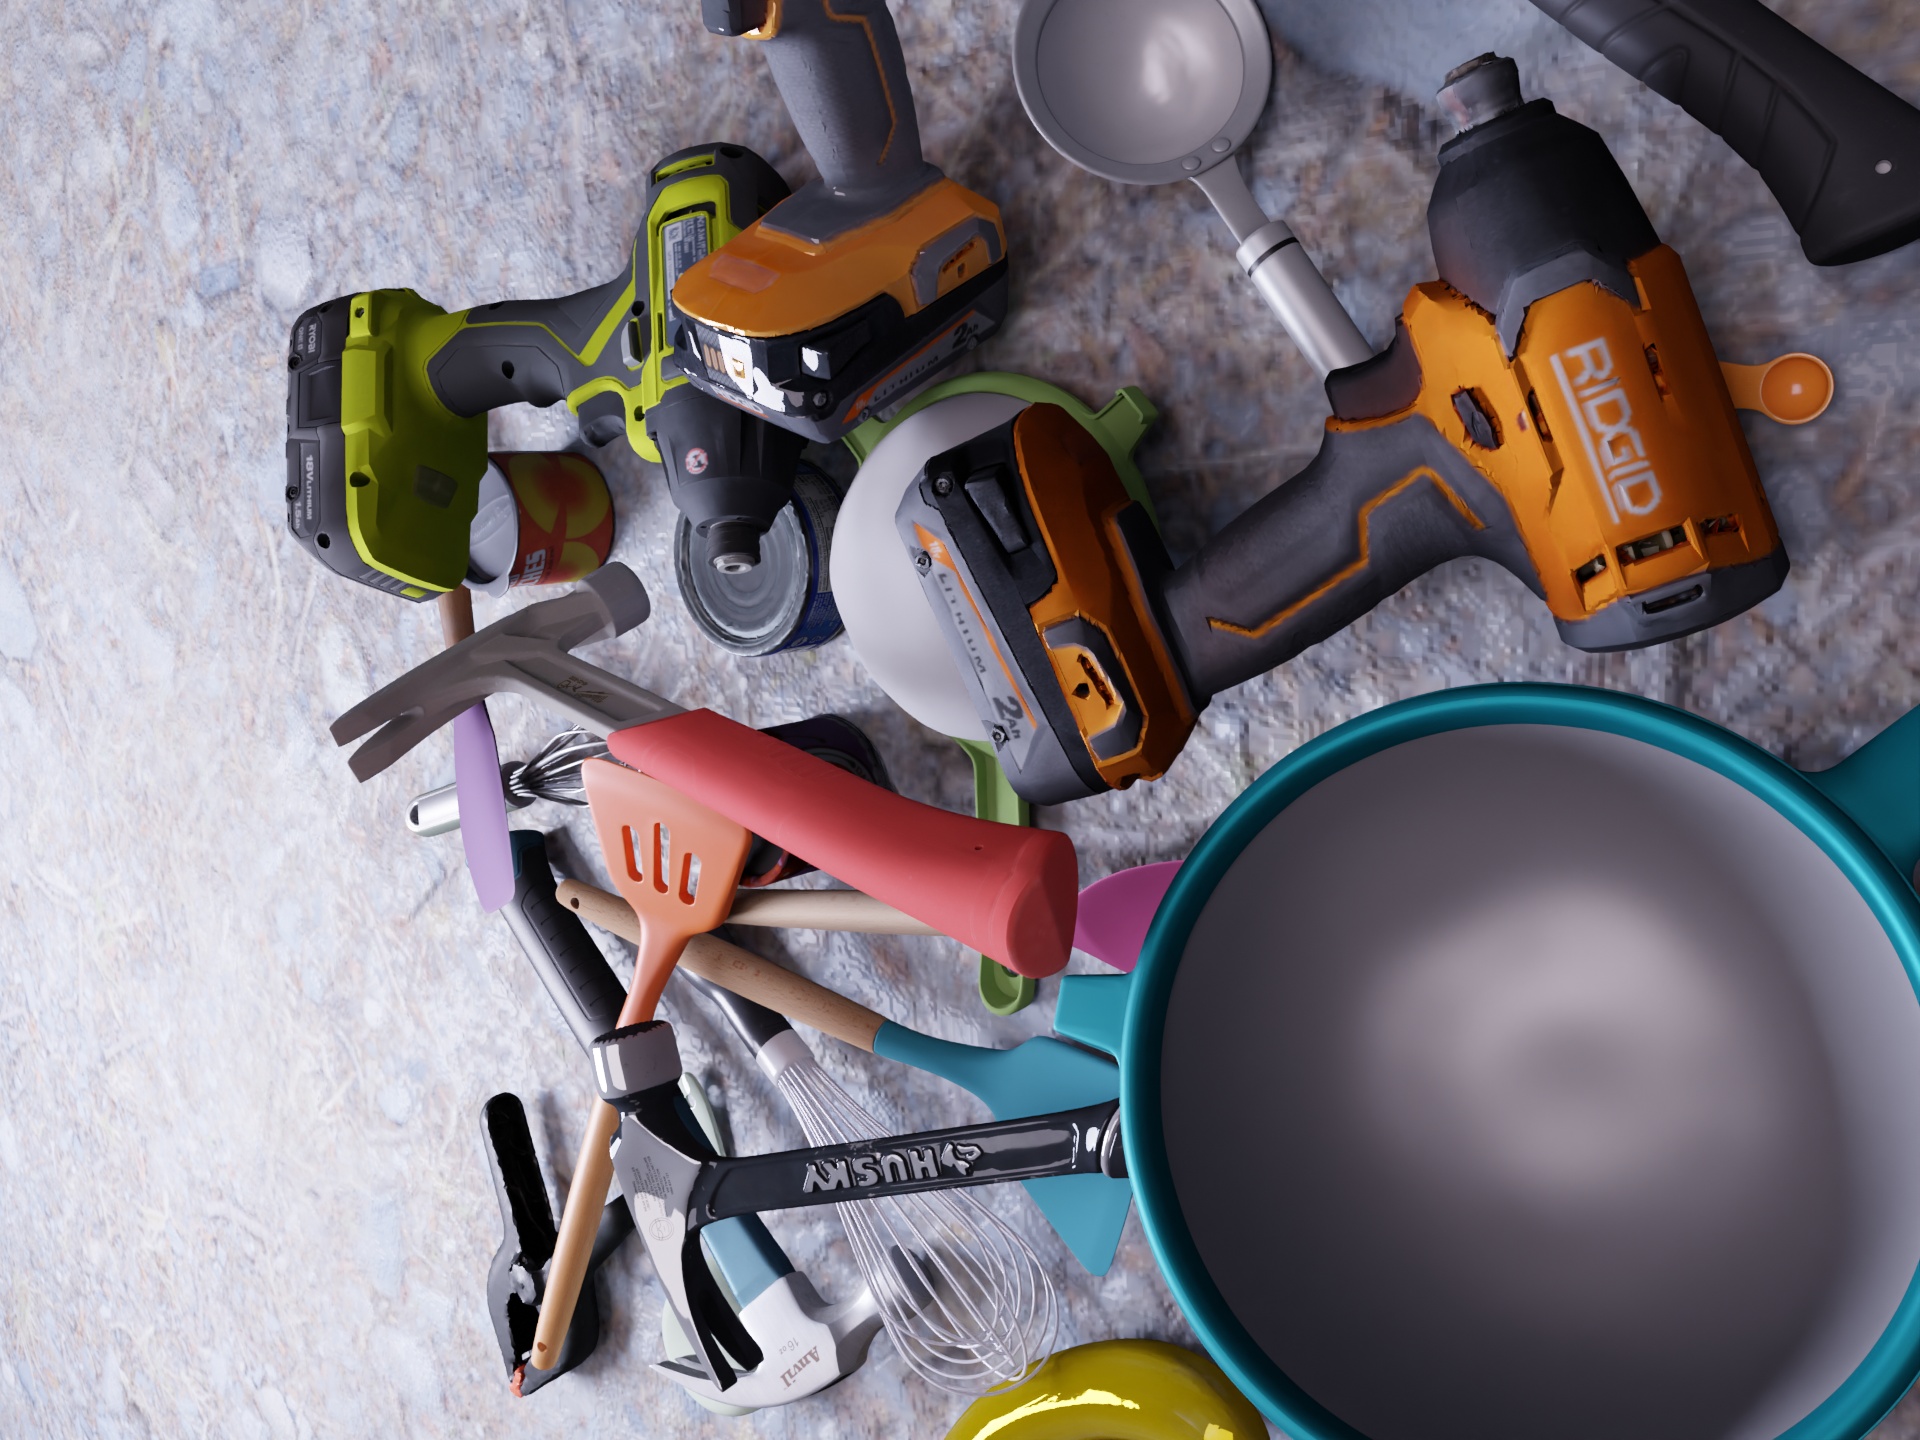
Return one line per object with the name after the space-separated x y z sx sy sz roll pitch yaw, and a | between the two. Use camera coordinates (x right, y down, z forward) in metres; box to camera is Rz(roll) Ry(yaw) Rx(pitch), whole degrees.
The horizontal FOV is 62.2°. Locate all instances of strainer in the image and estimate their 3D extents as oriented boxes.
0.204 0.061 0.423 0.340 0.095 0.211 -41 58 13 | strainer
-0.001 -0.002 0.608 0.151 0.069 0.256 7 105 38 | strainer
0.094 -0.159 0.522 0.087 0.050 0.258 -31 82 -6 | strainer

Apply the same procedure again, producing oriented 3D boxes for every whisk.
-0.222 0.032 0.812 0.246 0.059 0.058 -16 76 44 | whisk
-0.058 0.173 0.703 0.285 0.070 0.070 46 124 29 | whisk

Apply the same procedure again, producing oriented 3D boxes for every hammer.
0.147 -0.246 0.453 0.335 0.035 0.146 47 109 18 | hammer
-0.151 0.179 0.774 0.128 0.033 0.331 -44 65 10 | hammer
0.041 0.158 0.574 0.409 0.036 0.149 -14 88 27 | hammer
-0.098 0.019 0.585 0.359 0.149 0.036 22 139 46 | hammer

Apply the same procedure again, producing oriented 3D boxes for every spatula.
-0.060 0.126 0.676 0.318 0.044 0.082 18 106 27 | spatula
-0.256 -0.059 0.804 0.060 0.018 0.316 -26 71 49 | spatula
-0.158 0.166 0.710 0.081 0.041 0.322 22 109 13 | spatula

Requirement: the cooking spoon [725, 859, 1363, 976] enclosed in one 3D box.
0.005 0.074 0.606 0.319 0.017 0.068 -4 129 42 | cooking spoon

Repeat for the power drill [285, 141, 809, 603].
-0.170 -0.129 0.668 0.223 0.080 0.171 -10 76 22 | power drill

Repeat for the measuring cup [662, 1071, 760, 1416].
-0.125 0.258 0.779 0.083 0.038 0.167 -13 91 40 | measuring cup

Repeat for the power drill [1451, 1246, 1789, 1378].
0.196 0.265 0.414 0.188 0.080 0.227 -11 51 39 | power drill

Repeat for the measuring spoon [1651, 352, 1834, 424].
0.196 -0.101 0.472 0.117 0.011 0.021 13 113 40 | measuring spoon

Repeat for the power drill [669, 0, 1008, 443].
-0.066 -0.204 0.508 0.084 0.185 0.226 28 143 32 | power drill

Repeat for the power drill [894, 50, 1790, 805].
0.100 -0.077 0.470 0.226 0.084 0.164 -20 99 25 | power drill
